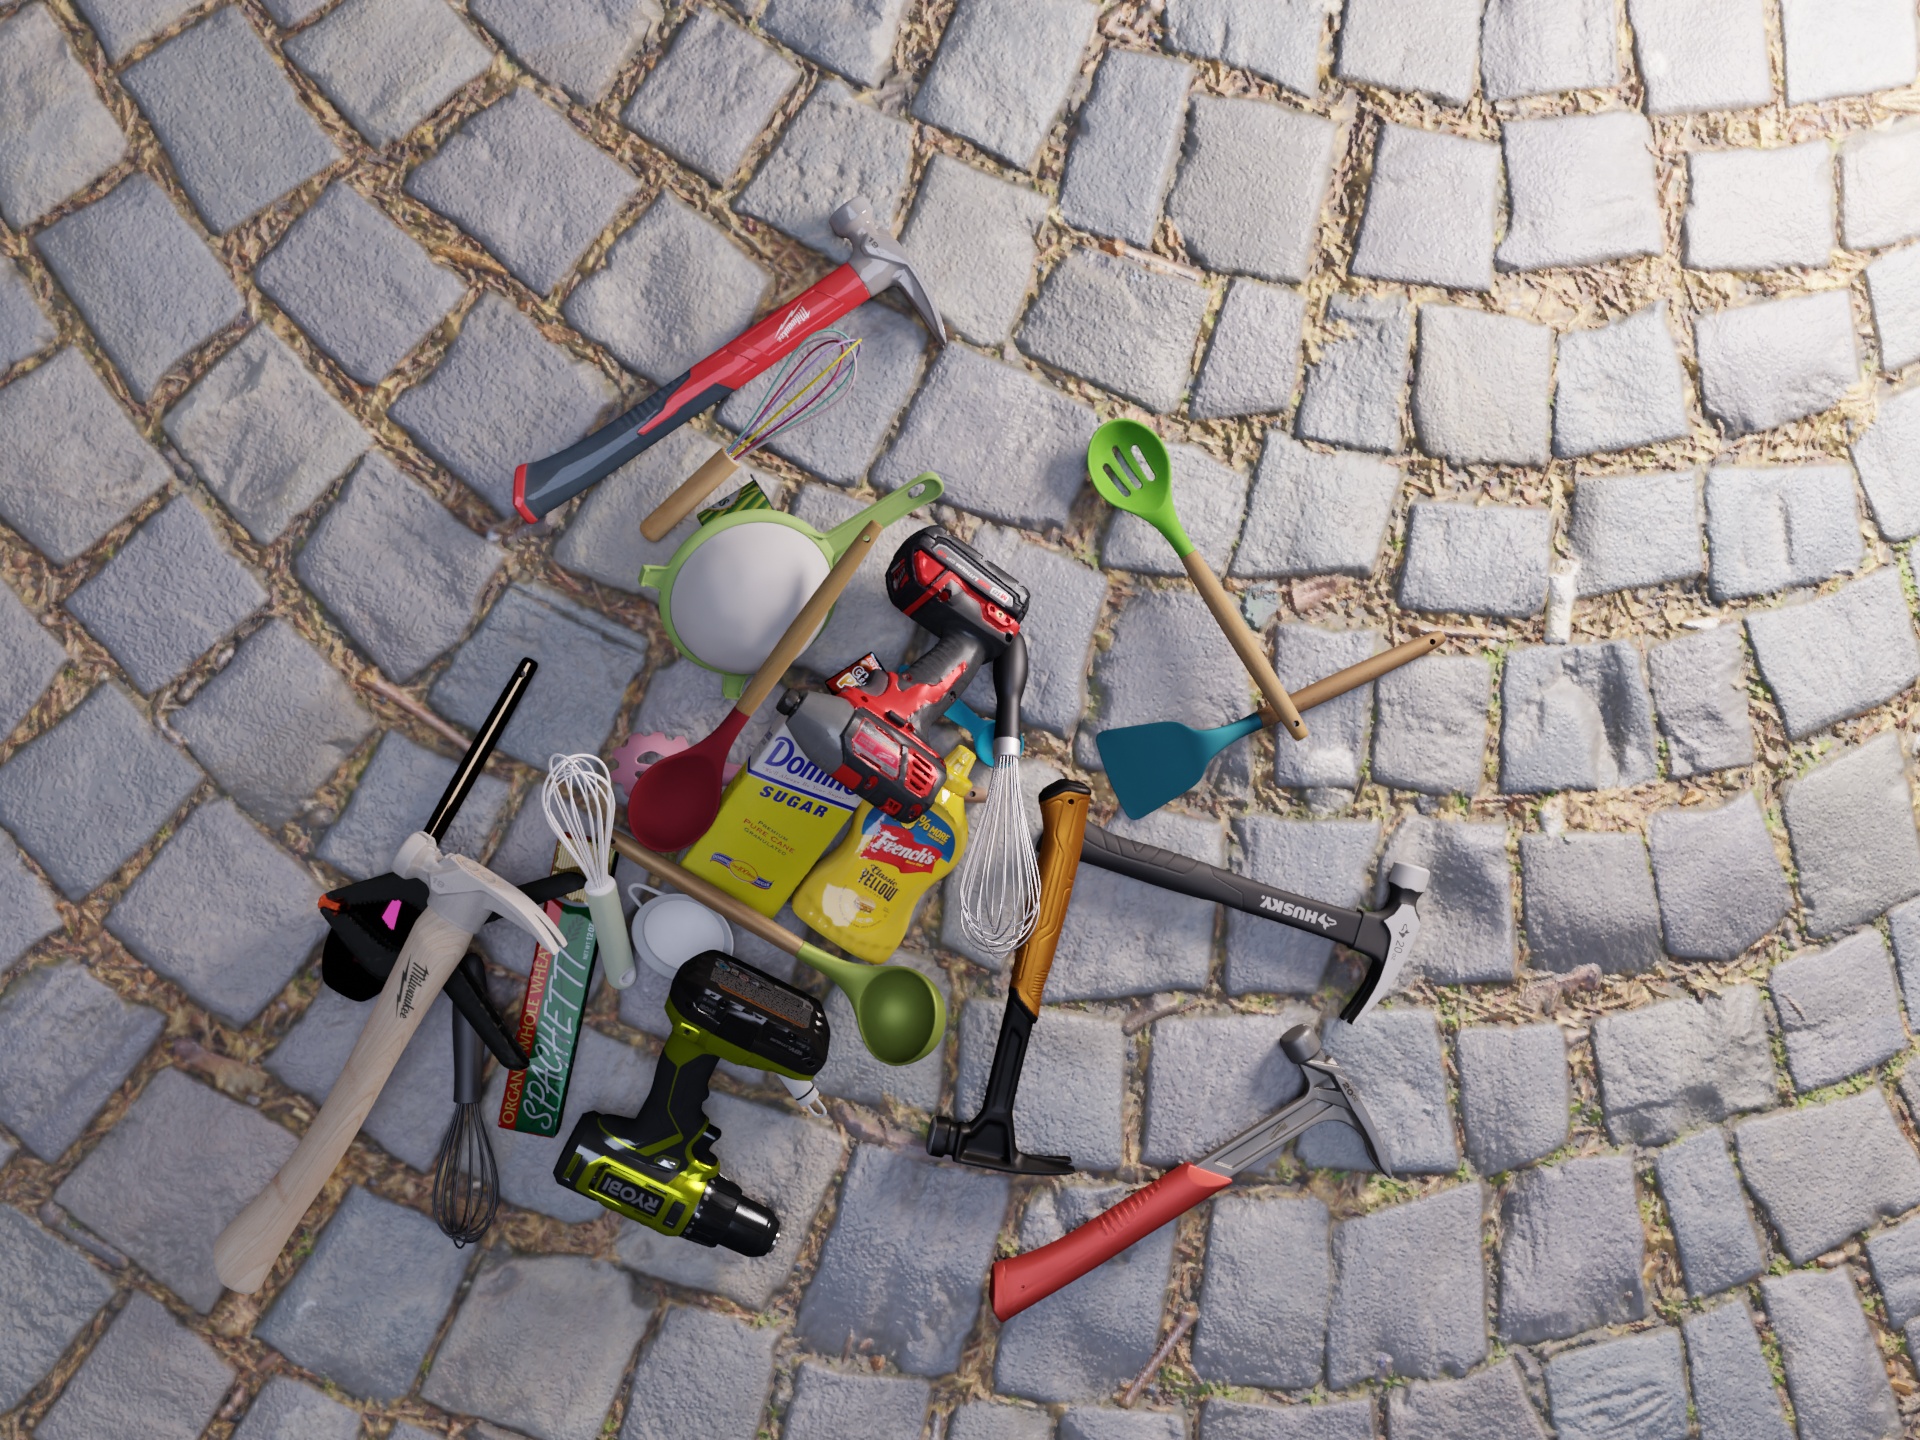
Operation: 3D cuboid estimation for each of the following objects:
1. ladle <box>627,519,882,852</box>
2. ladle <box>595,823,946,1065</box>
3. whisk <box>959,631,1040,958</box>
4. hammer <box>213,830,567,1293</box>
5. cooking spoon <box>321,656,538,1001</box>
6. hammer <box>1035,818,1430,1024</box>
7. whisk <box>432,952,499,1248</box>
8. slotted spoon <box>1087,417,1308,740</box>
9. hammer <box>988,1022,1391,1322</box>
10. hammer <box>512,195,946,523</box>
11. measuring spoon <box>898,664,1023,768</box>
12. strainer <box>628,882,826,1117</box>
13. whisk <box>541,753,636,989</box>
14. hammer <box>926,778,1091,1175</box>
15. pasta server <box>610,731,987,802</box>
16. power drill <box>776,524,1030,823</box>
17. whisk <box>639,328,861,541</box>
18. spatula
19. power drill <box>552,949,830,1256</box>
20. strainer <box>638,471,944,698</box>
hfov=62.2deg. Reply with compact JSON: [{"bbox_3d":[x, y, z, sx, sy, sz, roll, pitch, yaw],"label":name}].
[{"bbox_3d":[-0.158,-0.028,1.253,0.069,0.031,0.315,35,98,-14],"label":"ladle"},{"bbox_3d":[-0.153,0.172,1.269,0.320,0.062,0.078,31,98,-4],"label":"ladle"},{"bbox_3d":[0.036,0.055,1.304,0.070,0.070,0.285,6,67,-5],"label":"whisk"},{"bbox_3d":[-0.470,0.294,1.265,0.146,0.038,0.410,33,100,1],"label":"hammer"},{"bbox_3d":[-0.434,0.088,1.317,0.068,0.017,0.319,29,89,-4],"label":"cooking spoon"},{"bbox_3d":[0.226,0.149,1.361,0.334,0.035,0.146,18,88,-4],"label":"hammer"},{"bbox_3d":[-0.405,0.311,1.307,0.055,0.055,0.239,1,86,-5],"label":"whisk"},{"bbox_3d":[0.205,-0.117,1.348,0.070,0.031,0.314,-32,87,-3],"label":"slotted spoon"},{"bbox_3d":[0.186,0.413,1.358,0.359,0.037,0.149,-31,92,-4],"label":"hammer"},{"bbox_3d":[-0.198,-0.271,1.326,0.386,0.038,0.143,-35,94,-4],"label":"hammer"},{"bbox_3d":[-0.002,-0.004,1.355,0.128,0.021,0.042,38,75,5],"label":"measuring spoon"},{"bbox_3d":[-0.189,0.230,1.327,0.087,0.050,0.258,-31,99,21],"label":"strainer"},{"bbox_3d":[-0.287,0.124,1.258,0.059,0.246,0.058,27,47,33],"label":"whisk"},{"bbox_3d":[0.066,0.215,1.329,0.127,0.034,0.337,12,96,-4],"label":"hammer"},{"bbox_3d":[-0.135,0.050,1.339,0.316,0.040,0.060,5,90,-8],"label":"pasta server"},{"bbox_3d":[-0.046,-0.041,1.270,0.143,0.078,0.220,34,63,-12],"label":"power drill"},{"bbox_3d":[-0.173,-0.230,1.297,0.245,0.047,0.051,-40,131,14],"label":"whisk"},{"bbox_3d":[0.275,-0.012,1.372,0.317,0.044,0.082,-23,91,-9],"label":"spatula"},{"bbox_3d":[-0.198,0.320,1.290,0.190,0.080,0.228,28,103,-8],"label":"power drill"},{"bbox_3d":[-0.117,-0.116,1.278,0.256,0.069,0.151,-32,129,-1],"label":"strainer"}]
